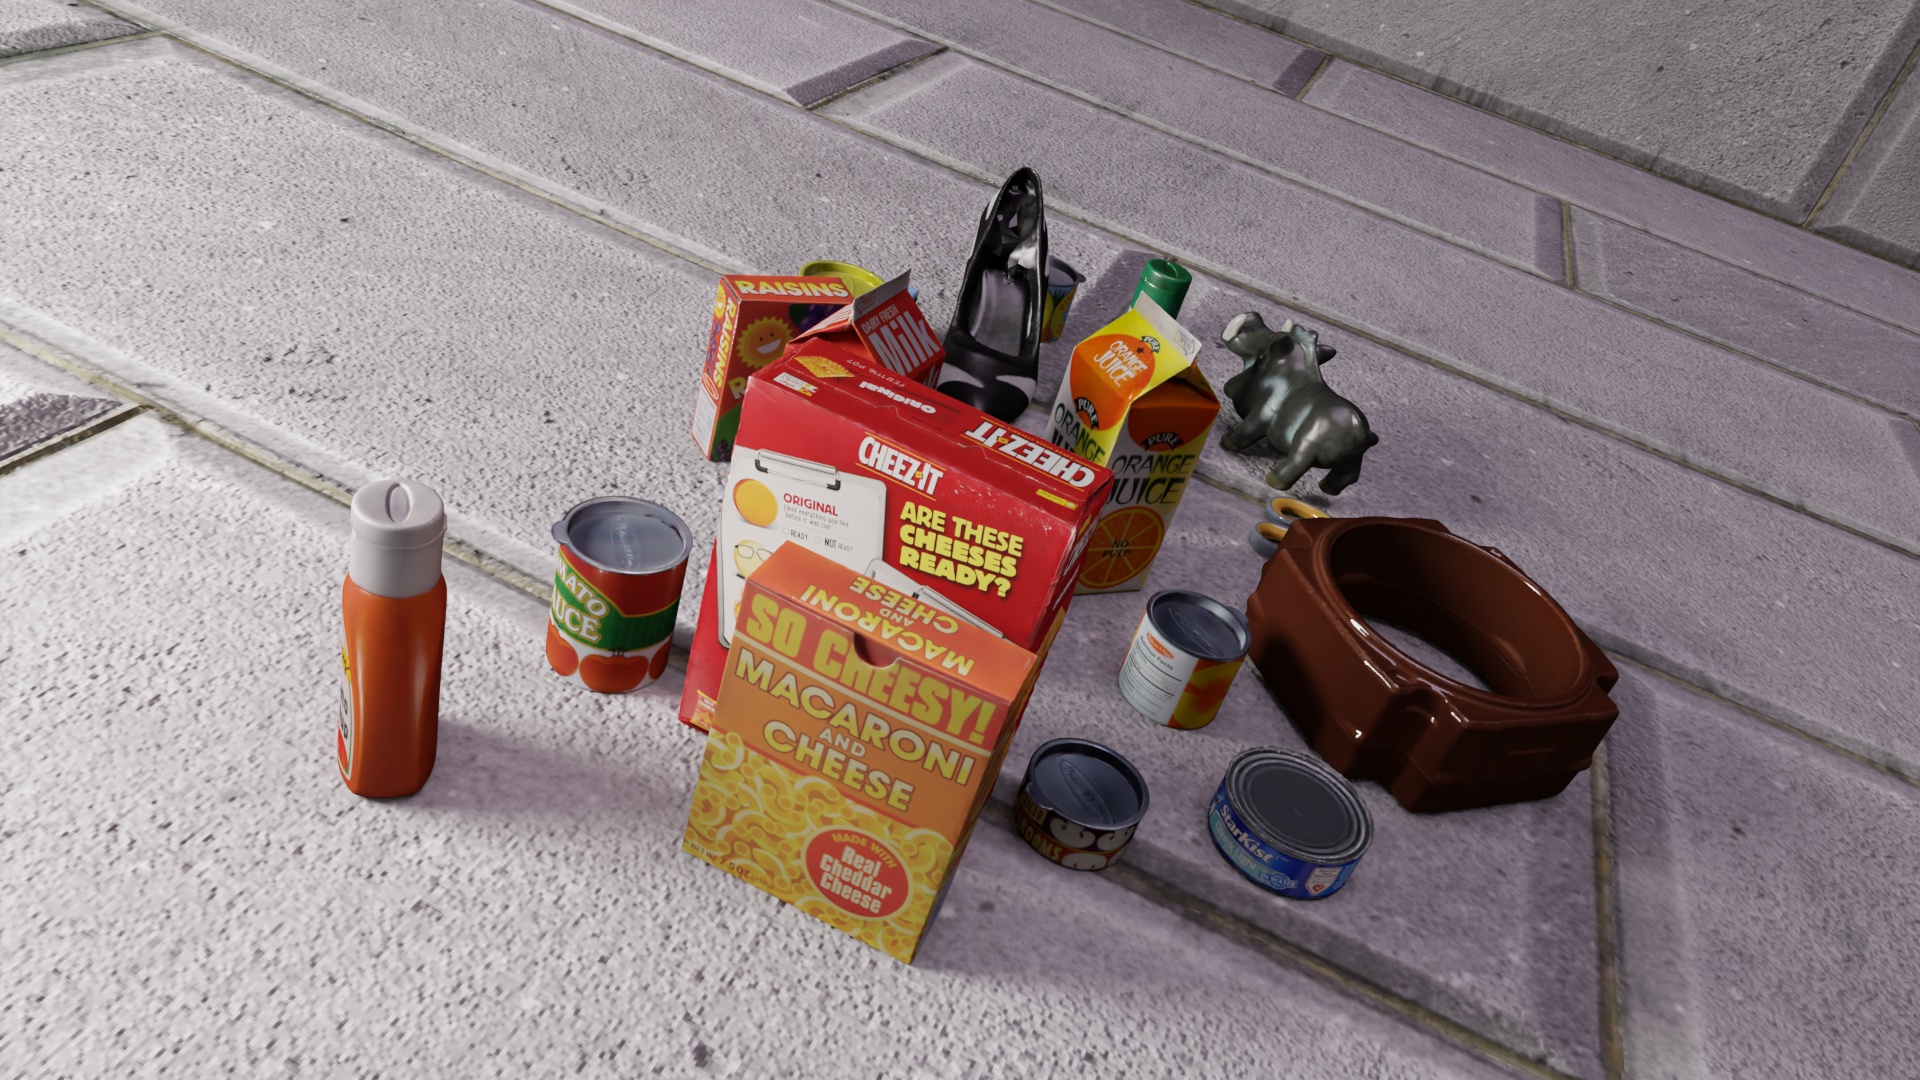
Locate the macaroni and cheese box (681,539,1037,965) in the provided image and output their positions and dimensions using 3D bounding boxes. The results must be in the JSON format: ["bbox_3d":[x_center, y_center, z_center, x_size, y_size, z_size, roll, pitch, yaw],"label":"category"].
[{"bbox_3d":[-0.049,0.098,0.618,0.124,0.165,0.040,24,33,9],"label":"macaroni and cheese box"}]

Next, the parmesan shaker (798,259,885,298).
[{"bbox_3d":[-0.092,-0.140,1.003,0.071,0.102,0.072,13,33,-8],"label":"parmesan shaker"}]

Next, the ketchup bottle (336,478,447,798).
[{"bbox_3d":[-0.252,0.043,0.617,0.043,0.148,0.065,2,36,-24],"label":"ketchup bottle"}]

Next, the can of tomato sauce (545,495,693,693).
[{"bbox_3d":[-0.182,0.029,0.730,0.071,0.082,0.071,13,33,-8],"label":"can of tomato sauce"}]

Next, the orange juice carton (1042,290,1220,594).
[{"bbox_3d":[0.103,-0.061,0.899,0.073,0.191,0.072,-3,38,-29],"label":"orange juice carton"}]

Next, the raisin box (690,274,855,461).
[{"bbox_3d":[-0.126,-0.115,0.931,0.086,0.122,0.040,-4,39,-30],"label":"raisin box"}]

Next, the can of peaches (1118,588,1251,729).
[{"bbox_3d":[0.137,0.072,0.844,0.071,0.057,0.071,13,33,-8],"label":"can of peaches"}]

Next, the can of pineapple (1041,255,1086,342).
[{"bbox_3d":[0.068,-0.215,1.230,0.071,0.057,0.071,13,33,-8],"label":"can of pineapple"}]

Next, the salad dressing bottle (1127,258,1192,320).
[{"bbox_3d":[0.137,-0.144,1.078,0.044,0.146,0.064,10,34,-12],"label":"salad dressing bottle"}]

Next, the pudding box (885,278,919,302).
[{"bbox_3d":[-0.066,-0.172,1.110,0.030,0.049,0.084,24,33,8],"label":"pudding box"}]

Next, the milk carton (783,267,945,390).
[{"bbox_3d":[-0.067,-0.069,0.831,0.073,0.189,0.073,26,34,12],"label":"milk carton"}]

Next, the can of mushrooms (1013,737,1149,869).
[{"bbox_3d":[0.061,0.139,0.732,0.071,0.033,0.071,13,33,-8],"label":"can of mushrooms"}]
